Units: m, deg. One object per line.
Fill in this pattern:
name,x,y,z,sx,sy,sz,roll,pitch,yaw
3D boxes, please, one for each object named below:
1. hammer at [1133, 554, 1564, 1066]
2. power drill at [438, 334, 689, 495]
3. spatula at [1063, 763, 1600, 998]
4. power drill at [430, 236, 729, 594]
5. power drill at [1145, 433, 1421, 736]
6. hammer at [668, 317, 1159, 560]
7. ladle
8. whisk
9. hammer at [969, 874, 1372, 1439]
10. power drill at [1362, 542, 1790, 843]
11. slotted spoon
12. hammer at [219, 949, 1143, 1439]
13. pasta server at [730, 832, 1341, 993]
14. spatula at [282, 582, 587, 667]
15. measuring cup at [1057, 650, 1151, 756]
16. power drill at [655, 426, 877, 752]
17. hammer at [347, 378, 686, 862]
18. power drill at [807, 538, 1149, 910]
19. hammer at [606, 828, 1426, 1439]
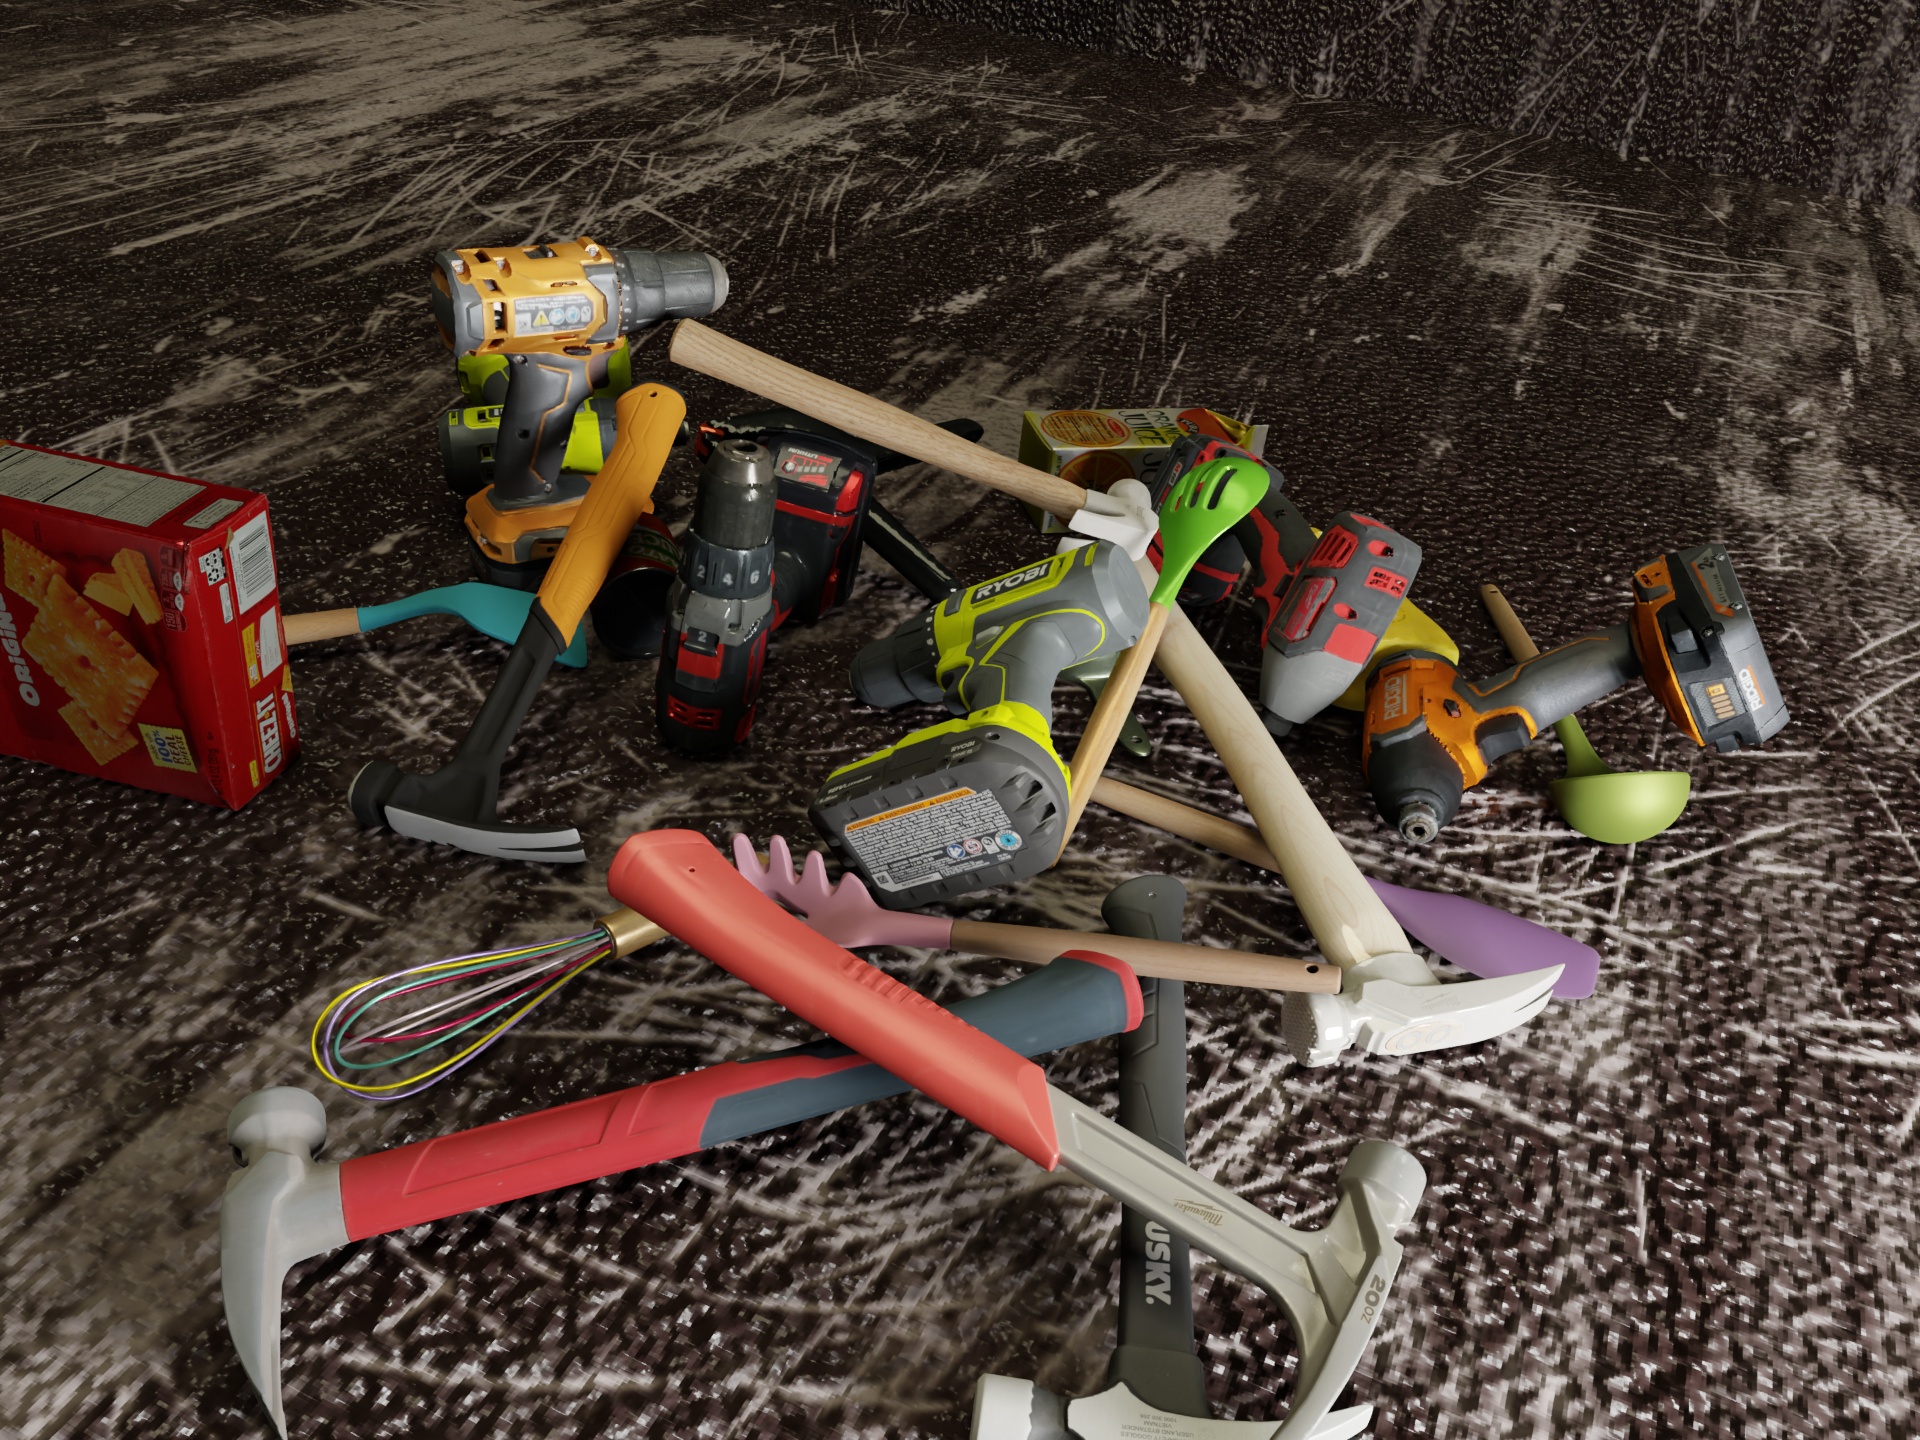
hammer,0.176,0.022,0.915,0.146,0.038,0.411,-6,41,-17
power drill,-0.302,-0.240,1.203,0.171,0.080,0.223,-8,33,-13
spatula,0.194,0.084,0.885,0.316,0.018,0.060,21,38,19
power drill,-0.243,-0.204,1.046,0.185,0.226,0.084,-14,40,-28
power drill,0.195,-0.091,1.036,0.078,0.143,0.220,15,20,-30
hammer,-0.028,-0.179,1.016,0.331,0.031,0.130,22,24,-5
ladle,0.390,-0.023,1.043,0.078,0.062,0.320,-3,31,3
whisk,-0.191,0.110,0.762,0.245,0.051,0.047,-22,38,-40
hammer,0.091,0.183,0.708,0.146,0.035,0.335,7,34,2
power drill,0.340,-0.006,0.914,0.226,0.084,0.164,-21,24,27
slotted spoon,0.109,-0.046,0.942,0.070,0.031,0.314,1,54,41
hammer,-0.098,0.171,0.661,0.386,0.038,0.143,-12,39,-16
pasta server,0.022,0.102,0.768,0.316,0.040,0.060,5,48,11
spatula,-0.394,-0.048,0.976,0.317,0.044,0.082,-9,38,-14
measuring cup,0.093,-0.036,1.024,0.083,0.038,0.168,-3,33,-14
power drill,-0.119,-0.107,0.968,0.080,0.187,0.227,16,31,4
hammer,-0.222,-0.072,0.923,0.127,0.034,0.337,12,57,7
power drill,-0.001,-0.003,0.890,0.190,0.080,0.229,-18,29,27
hammer,-0.002,0.148,0.641,0.359,0.036,0.149,28,48,18
